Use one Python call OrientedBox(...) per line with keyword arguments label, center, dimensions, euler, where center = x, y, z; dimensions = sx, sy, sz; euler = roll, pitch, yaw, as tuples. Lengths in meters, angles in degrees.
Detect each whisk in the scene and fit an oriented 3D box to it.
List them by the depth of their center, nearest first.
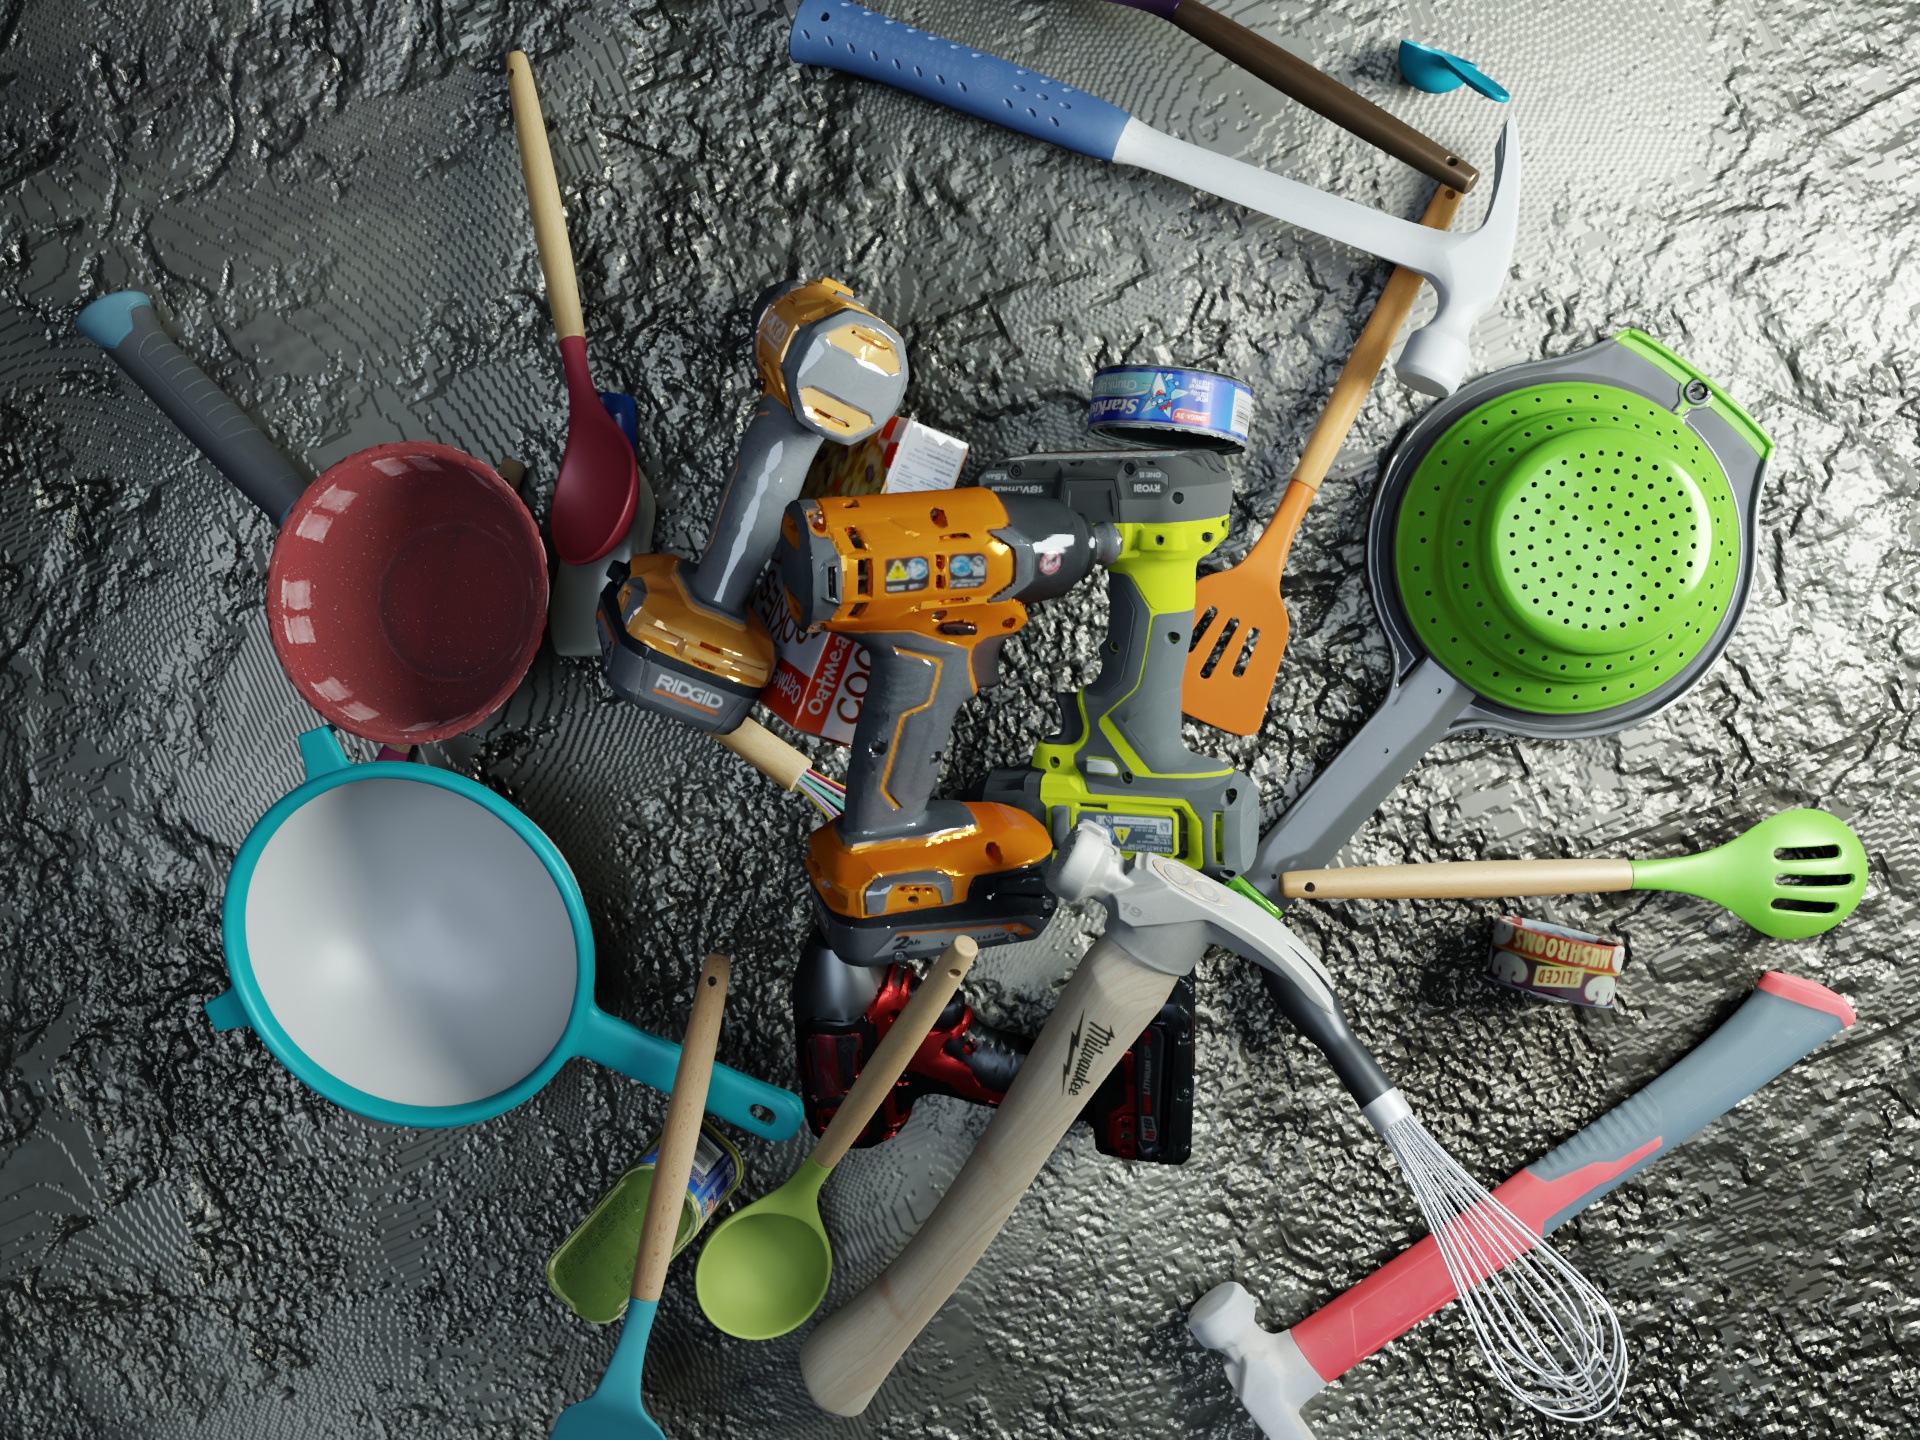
OrientedBox(label="whisk", center=(0.243, 0.233, 0.833), dimensions=(0.070, 0.070, 0.285), euler=(-37, 67, 8))
OrientedBox(label="whisk", center=(-0.075, 0.047, 0.902), dimensions=(0.245, 0.051, 0.047), euler=(35, 102, 8))

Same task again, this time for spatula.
OrientedBox(label="spatula", center=(0.136, -0.359, 0.827), dimensions=(0.316, 0.018, 0.060), euler=(40, 80, 19))
OrientedBox(label="spatula", center=(-0.161, 0.278, 0.849), dimensions=(0.082, 0.044, 0.317), euler=(13, 90, 7))
OrientedBox(label="spatula", center=(0.196, -0.148, 0.866), dimensions=(0.081, 0.041, 0.322), euler=(27, 92, 5))

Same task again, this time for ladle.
OrientedBox(label="ladle", center=(-0.062, 0.225, 0.836), dimensions=(0.078, 0.062, 0.320), euler=(18, 128, -16))
OrientedBox(label="ladle", center=(-0.222, -0.234, 0.884), dimensions=(0.069, 0.031, 0.315), euler=(-21, 75, 32))

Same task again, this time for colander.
OrientedBox(label="colander", center=(0.264, -0.028, 0.825), dimensions=(0.204, 0.094, 0.397), euler=(40, 97, 4))

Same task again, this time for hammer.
OrientedBox(label="hammer", center=(0.028, 0.239, 0.833), dimensions=(0.146, 0.038, 0.410), euler=(29, 117, -2))
OrientedBox(label="hammer", center=(0.099, -0.312, 0.851), dimensions=(0.405, 0.035, 0.144), euler=(24, 89, 9))
OrientedBox(label="hammer", center=(0.320, 0.275, 0.863), dimensions=(0.386, 0.038, 0.143), euler=(-38, 89, 8))
OrientedBox(label="hammer", center=(-0.394, -0.133, 0.927), dimensions=(0.331, 0.033, 0.128), euler=(45, 96, 8))

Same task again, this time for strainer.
OrientedBox(label="strainer", center=(-0.239, 0.142, 0.905), dimensions=(0.340, 0.095, 0.211), euler=(25, 104, -1))

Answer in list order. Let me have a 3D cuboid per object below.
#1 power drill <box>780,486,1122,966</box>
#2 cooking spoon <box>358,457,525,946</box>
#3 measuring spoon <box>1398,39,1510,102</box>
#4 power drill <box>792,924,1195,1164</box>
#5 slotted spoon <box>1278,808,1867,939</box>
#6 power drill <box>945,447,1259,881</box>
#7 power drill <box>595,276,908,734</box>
OrientedBox(label="power drill", center=(-0.001, -0.002, 0.779), dimensions=(0.164, 0.084, 0.226), euler=(-7, 113, -16))
OrientedBox(label="cooking spoon", center=(-0.324, -0.007, 0.942), dimensions=(0.068, 0.017, 0.319), euler=(24, 96, -3))
OrientedBox(label="measuring spoon", center=(0.250, -0.320, 0.805), dimensions=(0.042, 0.129, 0.021), euler=(13, 121, -9))
OrientedBox(label="power drill", center=(0.016, 0.167, 0.863), dimensions=(0.219, 0.079, 0.143), euler=(1, 115, 10))
OrientedBox(label="slotted spoon", center=(0.325, 0.084, 0.837), dimensions=(0.314, 0.031, 0.070), euler=(-1, 96, 1))
OrientedBox(label="power drill", center=(0.069, -0.029, 0.846), dimensions=(0.171, 0.080, 0.223), euler=(3, 103, 22))
OrientedBox(label="power drill", center=(-0.114, -0.127, 0.842), dimensions=(0.084, 0.186, 0.226), euler=(22, 106, -25))
